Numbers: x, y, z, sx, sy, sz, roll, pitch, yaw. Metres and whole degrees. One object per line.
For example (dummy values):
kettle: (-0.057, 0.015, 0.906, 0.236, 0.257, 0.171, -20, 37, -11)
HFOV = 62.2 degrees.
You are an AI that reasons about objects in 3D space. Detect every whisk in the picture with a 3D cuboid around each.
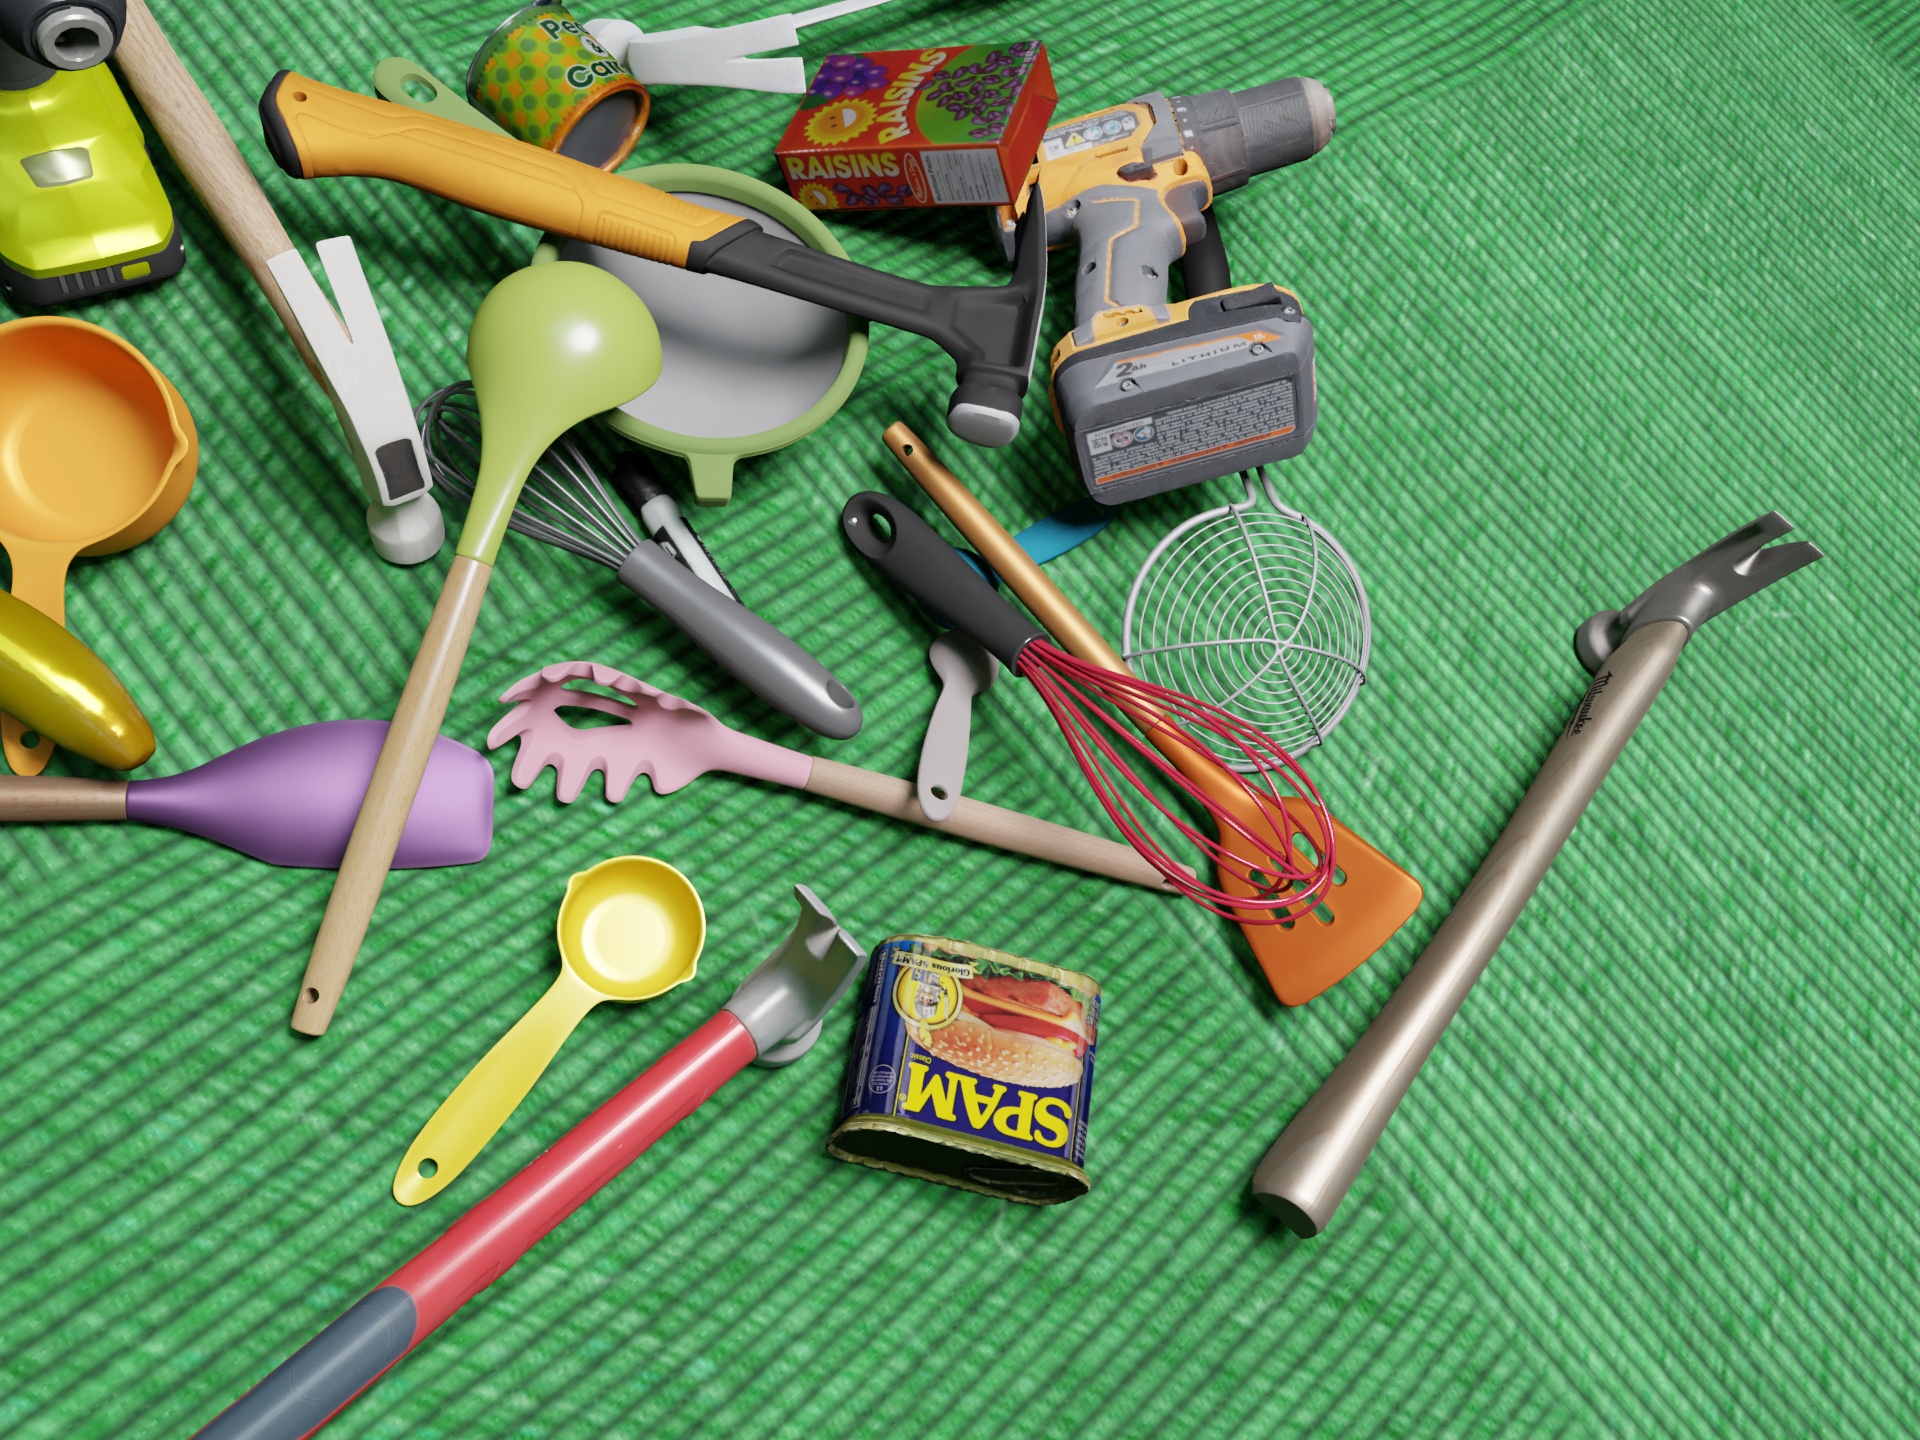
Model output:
whisk: (0.044, -0.018, 0.680, 0.073, 0.073, 0.296, -30, 55, -28)
whisk: (-0.137, -0.068, 0.682, 0.239, 0.055, 0.055, 38, 60, 3)

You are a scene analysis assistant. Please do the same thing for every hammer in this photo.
hammer: (-0.125, -0.220, 0.690, 0.336, 0.034, 0.127, 14, 68, -11)
hammer: (-0.006, -0.404, 0.872, 0.144, 0.035, 0.405, 22, 43, 40)
hammer: (0.261, 0.062, 0.730, 0.038, 0.146, 0.411, 41, 64, 1)
hammer: (-0.310, -0.224, 0.675, 0.031, 0.130, 0.331, -28, 70, -23)
hammer: (-0.185, 0.193, 0.510, 0.386, 0.143, 0.038, -38, 80, -25)

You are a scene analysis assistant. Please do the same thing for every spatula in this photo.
spatula: (-0.337, 0.027, 0.590, 0.315, 0.018, 0.060, 1, 79, -20)
spatula: (0.072, -0.016, 0.724, 0.081, 0.041, 0.322, -43, 85, 10)

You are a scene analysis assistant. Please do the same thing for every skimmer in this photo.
skimmer: (0.131, -0.148, 0.834, 0.127, 0.090, 0.364, 5, 55, -13)

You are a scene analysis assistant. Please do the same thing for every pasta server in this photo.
pasta server: (-0.040, 0.034, 0.683, 0.316, 0.060, 0.040, 17, 27, -15)

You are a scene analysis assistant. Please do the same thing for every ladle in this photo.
ladle: (-0.195, -0.034, 0.623, 0.078, 0.062, 0.320, 16, 81, 5)

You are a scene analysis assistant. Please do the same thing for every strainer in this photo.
strainer: (-0.164, -0.206, 0.732, 0.256, 0.069, 0.151, 37, 64, 1)

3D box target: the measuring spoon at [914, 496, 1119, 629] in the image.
measuring spoon: (0.033, -0.086, 0.772, 0.128, 0.021, 0.042, -31, 79, -27)

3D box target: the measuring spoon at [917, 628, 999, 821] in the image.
measuring spoon: (-0.001, -0.002, 0.700, 0.034, 0.018, 0.124, 25, 39, -12)

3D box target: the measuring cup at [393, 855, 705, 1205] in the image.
measuring cup: (-0.160, 0.120, 0.613, 0.062, 0.029, 0.156, 39, 71, 1)

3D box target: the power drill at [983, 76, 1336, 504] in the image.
power drill: (0.114, -0.227, 0.782, 0.185, 0.084, 0.226, -15, 55, 6)

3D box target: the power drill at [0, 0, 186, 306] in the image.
power drill: (-0.355, -0.263, 0.597, 0.080, 0.228, 0.191, -25, 77, -27)

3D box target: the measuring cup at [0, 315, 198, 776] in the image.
measuring cup: (-0.348, -0.065, 0.619, 0.095, 0.052, 0.173, 4, 90, -12)
